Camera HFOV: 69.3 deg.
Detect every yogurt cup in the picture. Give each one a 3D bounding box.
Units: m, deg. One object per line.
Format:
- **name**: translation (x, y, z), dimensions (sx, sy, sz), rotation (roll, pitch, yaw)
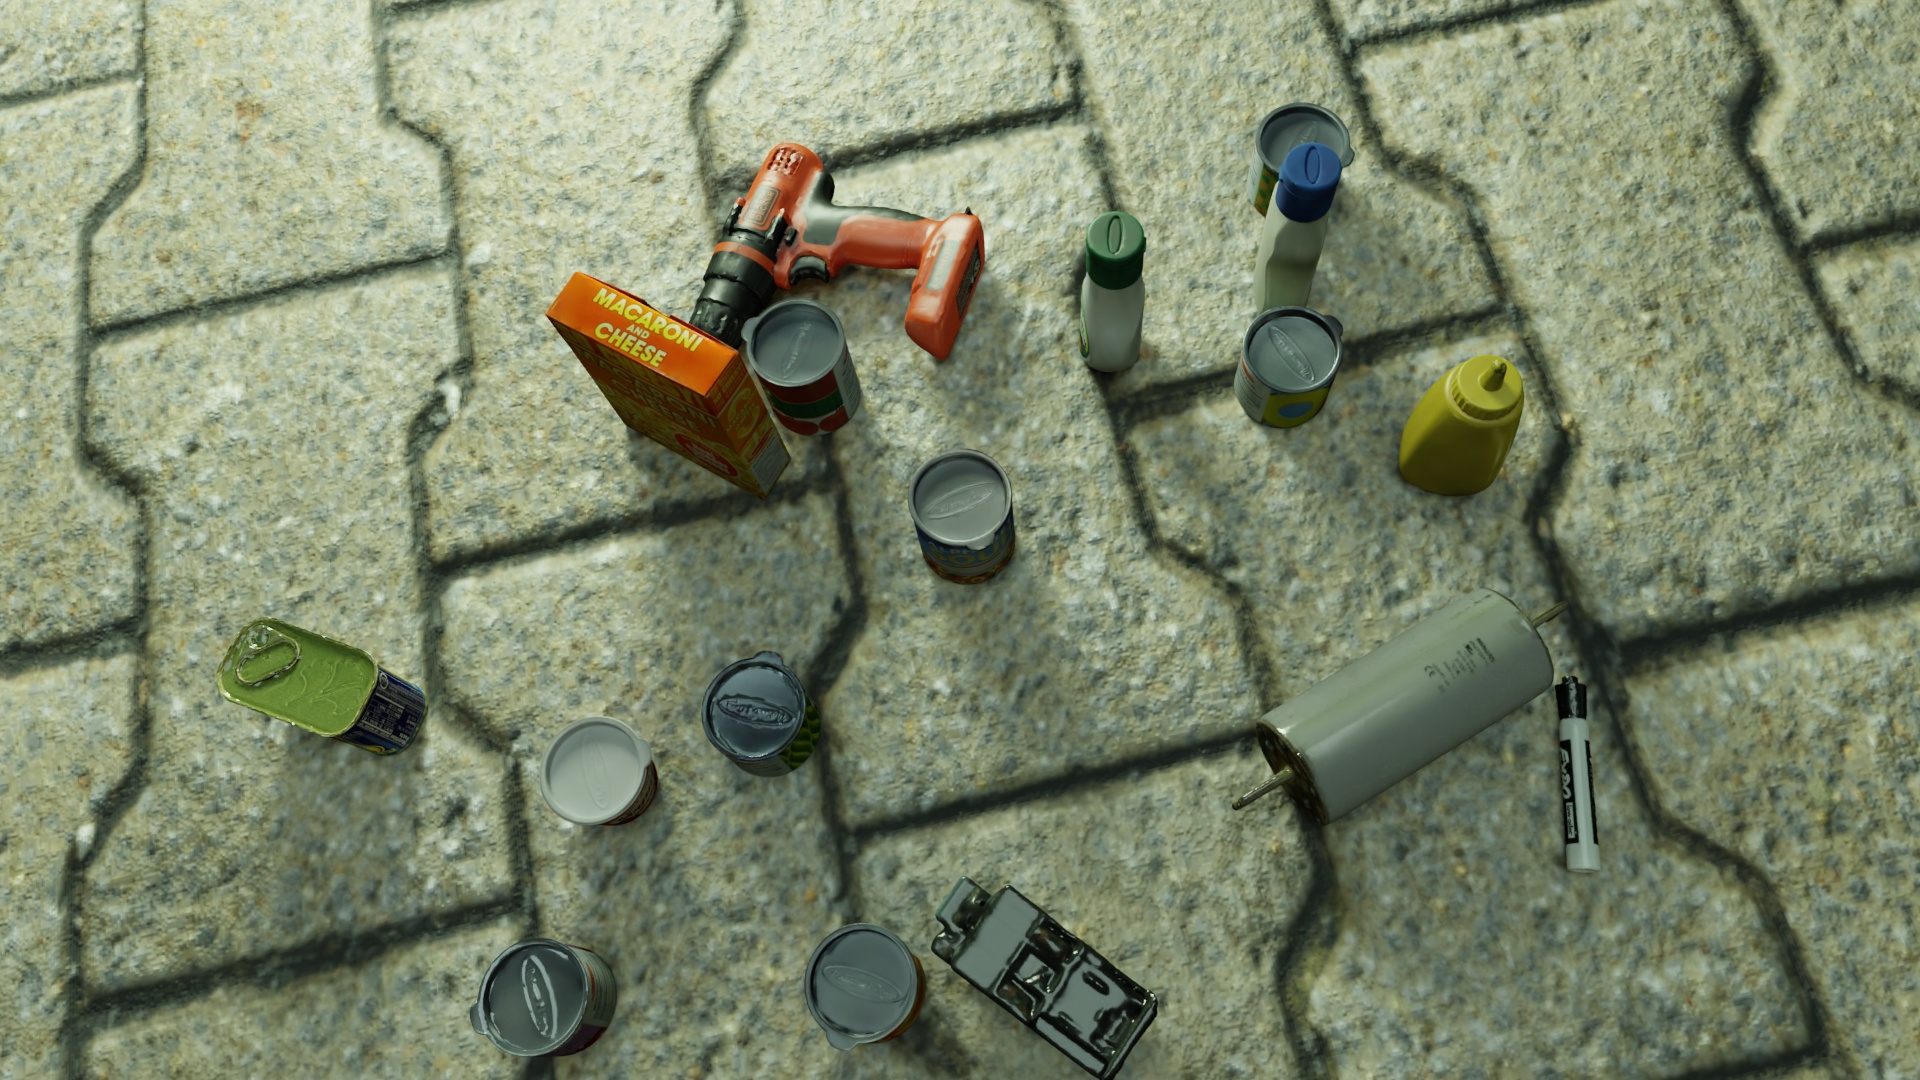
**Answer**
- **yogurt cup**: translation (-0.226, 0.150, 0.884), dimensions (0.072, 0.053, 0.072), rotation (-1, 69, 4)

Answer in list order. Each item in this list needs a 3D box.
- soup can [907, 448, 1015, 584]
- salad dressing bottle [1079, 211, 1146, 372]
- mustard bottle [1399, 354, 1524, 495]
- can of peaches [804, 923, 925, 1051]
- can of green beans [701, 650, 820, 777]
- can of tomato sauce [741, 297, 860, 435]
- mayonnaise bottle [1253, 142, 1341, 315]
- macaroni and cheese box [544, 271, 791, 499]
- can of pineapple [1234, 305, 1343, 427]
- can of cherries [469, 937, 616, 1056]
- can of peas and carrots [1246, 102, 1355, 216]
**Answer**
- **soup can**: translation (0.003, -0.011, 0.913), dimensions (0.071, 0.083, 0.071), rotation (-1, 70, 4)
- **salad dressing bottle**: translation (0.102, -0.165, 0.929), dimensions (0.044, 0.147, 0.064), rotation (4, 70, 6)
- **mustard bottle**: translation (0.321, -0.077, 0.873), dimensions (0.065, 0.159, 0.049), rotation (14, 72, 9)
- **can of peaches**: translation (-0.056, 0.267, 0.826), dimensions (0.071, 0.058, 0.071), rotation (-1, 69, 4)
- **can of green beans**: translation (-0.126, 0.114, 0.889), dimensions (0.071, 0.057, 0.071), rotation (-1, 69, 4)
- **can of tomato sauce**: translation (-0.109, -0.118, 0.962), dimensions (0.071, 0.083, 0.071), rotation (-1, 70, 4)
- **mayonnaise bottle**: translation (0.226, -0.209, 0.937), dimensions (0.041, 0.147, 0.065), rotation (4, 70, 6)
- **macaroni and cheese box**: translation (-0.187, -0.099, 0.916), dimensions (0.124, 0.166, 0.040), rotation (27, 74, 13)
- **can of pineapple**: translation (0.225, -0.118, 0.951), dimensions (0.071, 0.057, 0.071), rotation (-1, 69, 4)
- **can of cherries**: translation (-0.250, 0.276, 0.836), dimensions (0.071, 0.058, 0.072), rotation (-1, 69, 4)
- **can of peas and carrots**: translation (0.246, -0.272, 1.007), dimensions (0.071, 0.058, 0.071), rotation (-1, 70, 4)
